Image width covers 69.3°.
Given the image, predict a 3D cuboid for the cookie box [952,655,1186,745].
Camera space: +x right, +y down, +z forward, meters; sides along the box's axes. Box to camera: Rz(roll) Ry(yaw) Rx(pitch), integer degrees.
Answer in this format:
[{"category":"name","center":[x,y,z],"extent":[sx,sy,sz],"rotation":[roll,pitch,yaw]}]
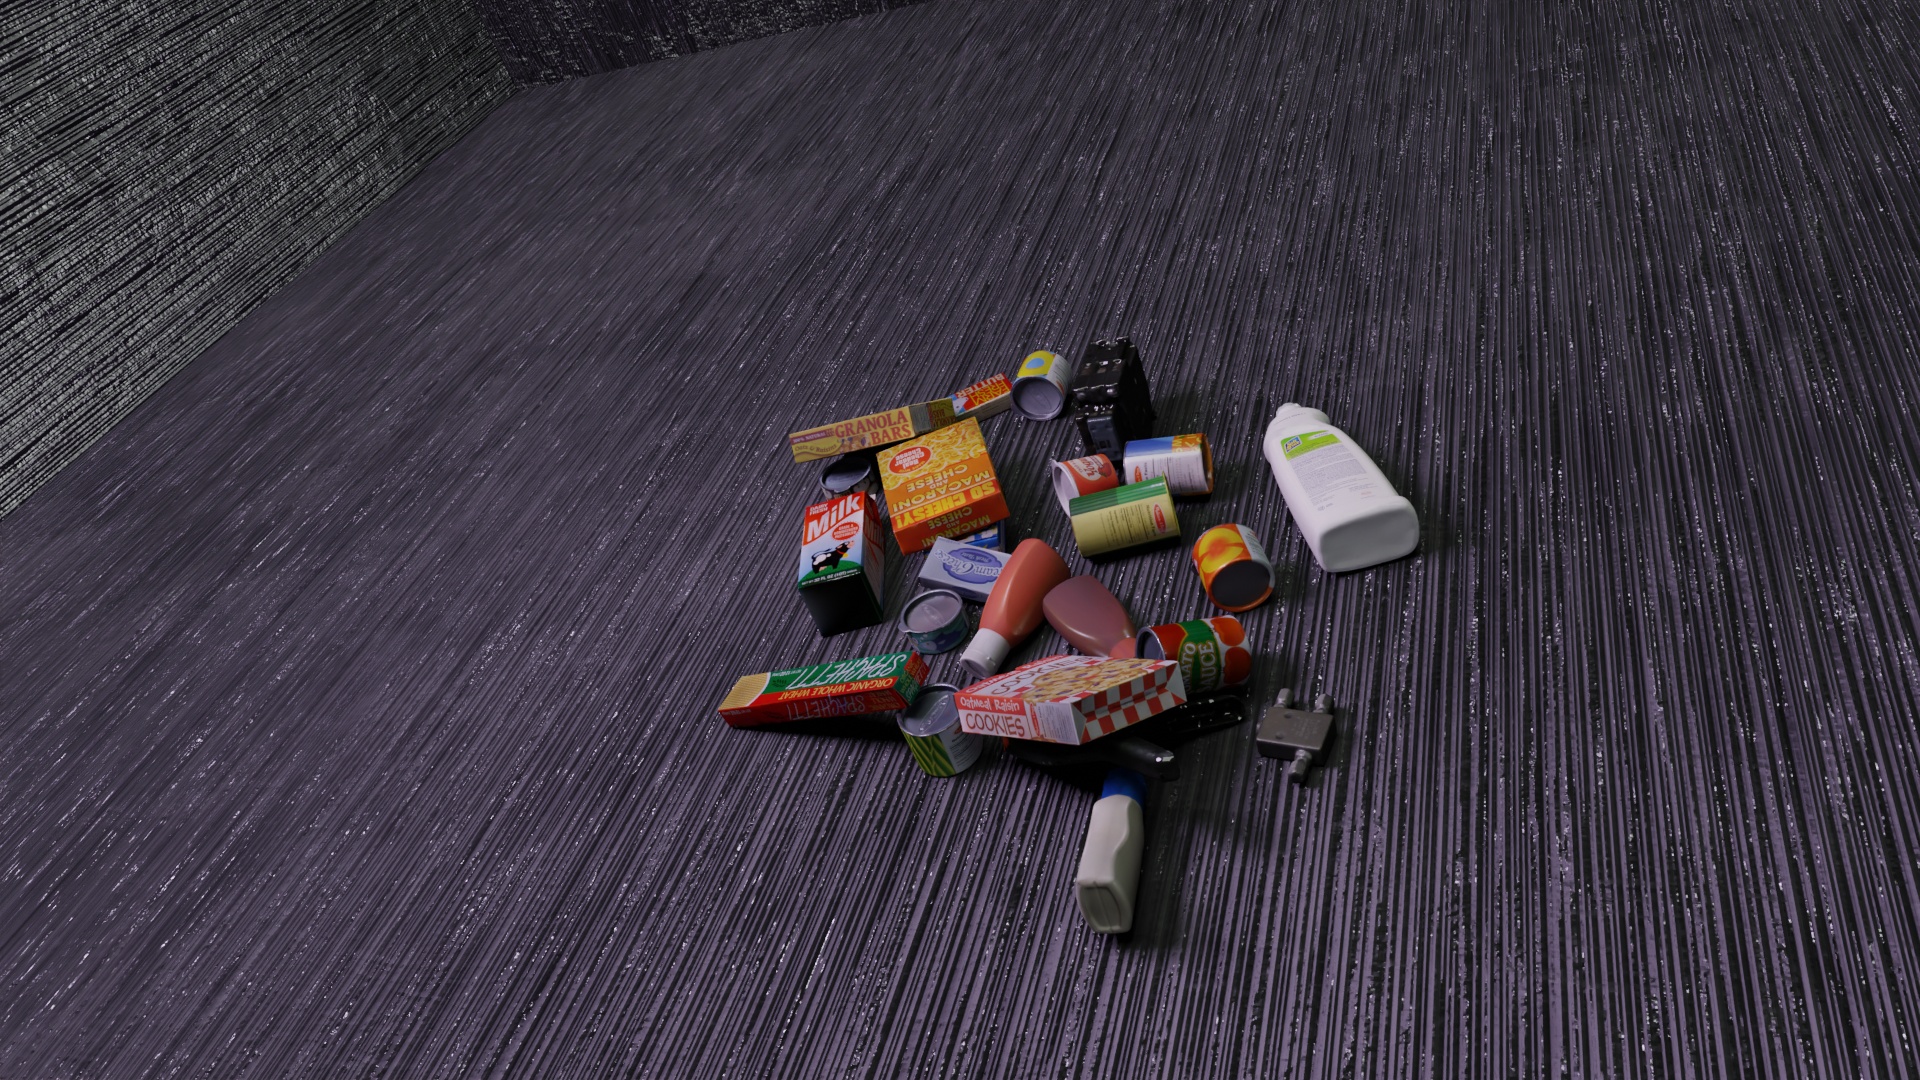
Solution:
[{"category":"cookie box","center":[0.092,0.135,1.204],"extent":[0.123,0.040,0.167],"rotation":[-16,7,-34]}]

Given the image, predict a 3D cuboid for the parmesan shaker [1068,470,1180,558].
[{"category":"parmesan shaker","center":[0.169,-0.027,1.437],"extent":[0.103,0.071,0.072],"rotation":[-14,36,11]}]

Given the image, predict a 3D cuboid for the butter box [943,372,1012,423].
[{"category":"butter box","center":[0.018,-0.171,1.740],"extent":[0.103,0.024,0.053],"rotation":[-25,36,-5]}]

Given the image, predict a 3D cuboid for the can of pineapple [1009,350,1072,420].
[{"category":"can of pineapple","center":[0.097,-0.188,1.688],"extent":[0.071,0.070,0.058],"rotation":[-3,39,23]}]

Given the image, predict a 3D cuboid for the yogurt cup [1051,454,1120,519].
[{"category":"yogurt cup","center":[0.138,-0.060,1.504],"extent":[0.054,0.072,0.072],"rotation":[-20,35,-12]}]

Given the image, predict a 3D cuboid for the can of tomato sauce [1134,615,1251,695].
[{"category":"can of tomato sauce","center":[0.207,0.104,1.231],"extent":[0.083,0.070,0.071],"rotation":[-8,32,-16]}]

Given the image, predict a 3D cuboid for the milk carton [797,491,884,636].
[{"category":"milk carton","center":[-0.129,0.012,1.532],"extent":[0.072,0.073,0.191],"rotation":[-14,36,10]}]

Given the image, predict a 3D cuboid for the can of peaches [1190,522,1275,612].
[{"category":"can of peaches","center":[0.259,0.028,1.327],"extent":[0.071,0.071,0.058],"rotation":[-18,36,4]}]

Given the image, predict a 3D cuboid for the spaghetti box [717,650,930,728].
[{"category":"spaghetti box","center":[-0.136,0.146,1.344],"extent":[0.249,0.028,0.050],"rotation":[-12,34,39]}]

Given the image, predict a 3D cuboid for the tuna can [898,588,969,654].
[{"category":"tuna can","center":[-0.028,0.084,1.422],"extent":[0.071,0.032,0.071],"rotation":[-14,36,10]}]

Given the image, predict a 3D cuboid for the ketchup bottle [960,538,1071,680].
[{"category":"ketchup bottle","center":[0.052,0.071,1.379],"extent":[0.043,0.064,0.149],"rotation":[-10,39,53]}]

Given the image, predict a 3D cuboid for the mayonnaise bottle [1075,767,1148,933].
[{"category":"mayonnaise bottle","center":[0.124,0.242,1.116],"extent":[0.041,0.064,0.149],"rotation":[-9,27,19]}]

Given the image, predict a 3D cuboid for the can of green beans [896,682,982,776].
[{"category":"can of green beans","center":[-0.018,0.174,1.278],"extent":[0.071,0.057,0.071],"rotation":[-14,36,10]}]

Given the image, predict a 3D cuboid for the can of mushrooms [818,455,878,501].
[{"category":"can of mushrooms","center":[-0.135,-0.068,1.674],"extent":[0.071,0.033,0.071],"rotation":[-13,36,10]}]

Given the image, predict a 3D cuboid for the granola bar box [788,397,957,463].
[{"category":"granola bar box","center":[-0.104,-0.132,1.677],"extent":[0.165,0.039,0.124],"rotation":[-11,5,25]}]

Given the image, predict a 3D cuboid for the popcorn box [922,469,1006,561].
[{"category":"popcorn box","center":[0.005,-0.019,1.537],"extent":[0.085,0.038,0.127],"rotation":[-14,36,11]}]

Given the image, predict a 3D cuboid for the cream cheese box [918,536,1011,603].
[{"category":"cream cheese box","center":[0.014,0.033,1.444],"extent":[0.104,0.024,0.053],"rotation":[14,60,18]}]

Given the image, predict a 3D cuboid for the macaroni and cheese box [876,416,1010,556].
[{"category":"macaroni and cheese box","center":[-0.021,-0.062,1.536],"extent":[0.124,0.040,0.167],"rotation":[-21,35,3]}]

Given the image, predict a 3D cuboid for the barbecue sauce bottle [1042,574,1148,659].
[{"category":"barbecue sauce bottle","center":[0.138,0.089,1.325],"extent":[0.065,0.043,0.149],"rotation":[-26,36,-12]}]

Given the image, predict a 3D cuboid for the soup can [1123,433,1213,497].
[{"category":"soup can","center":[0.223,-0.079,1.484],"extent":[0.084,0.071,0.072],"rotation":[-5,38,20]}]
